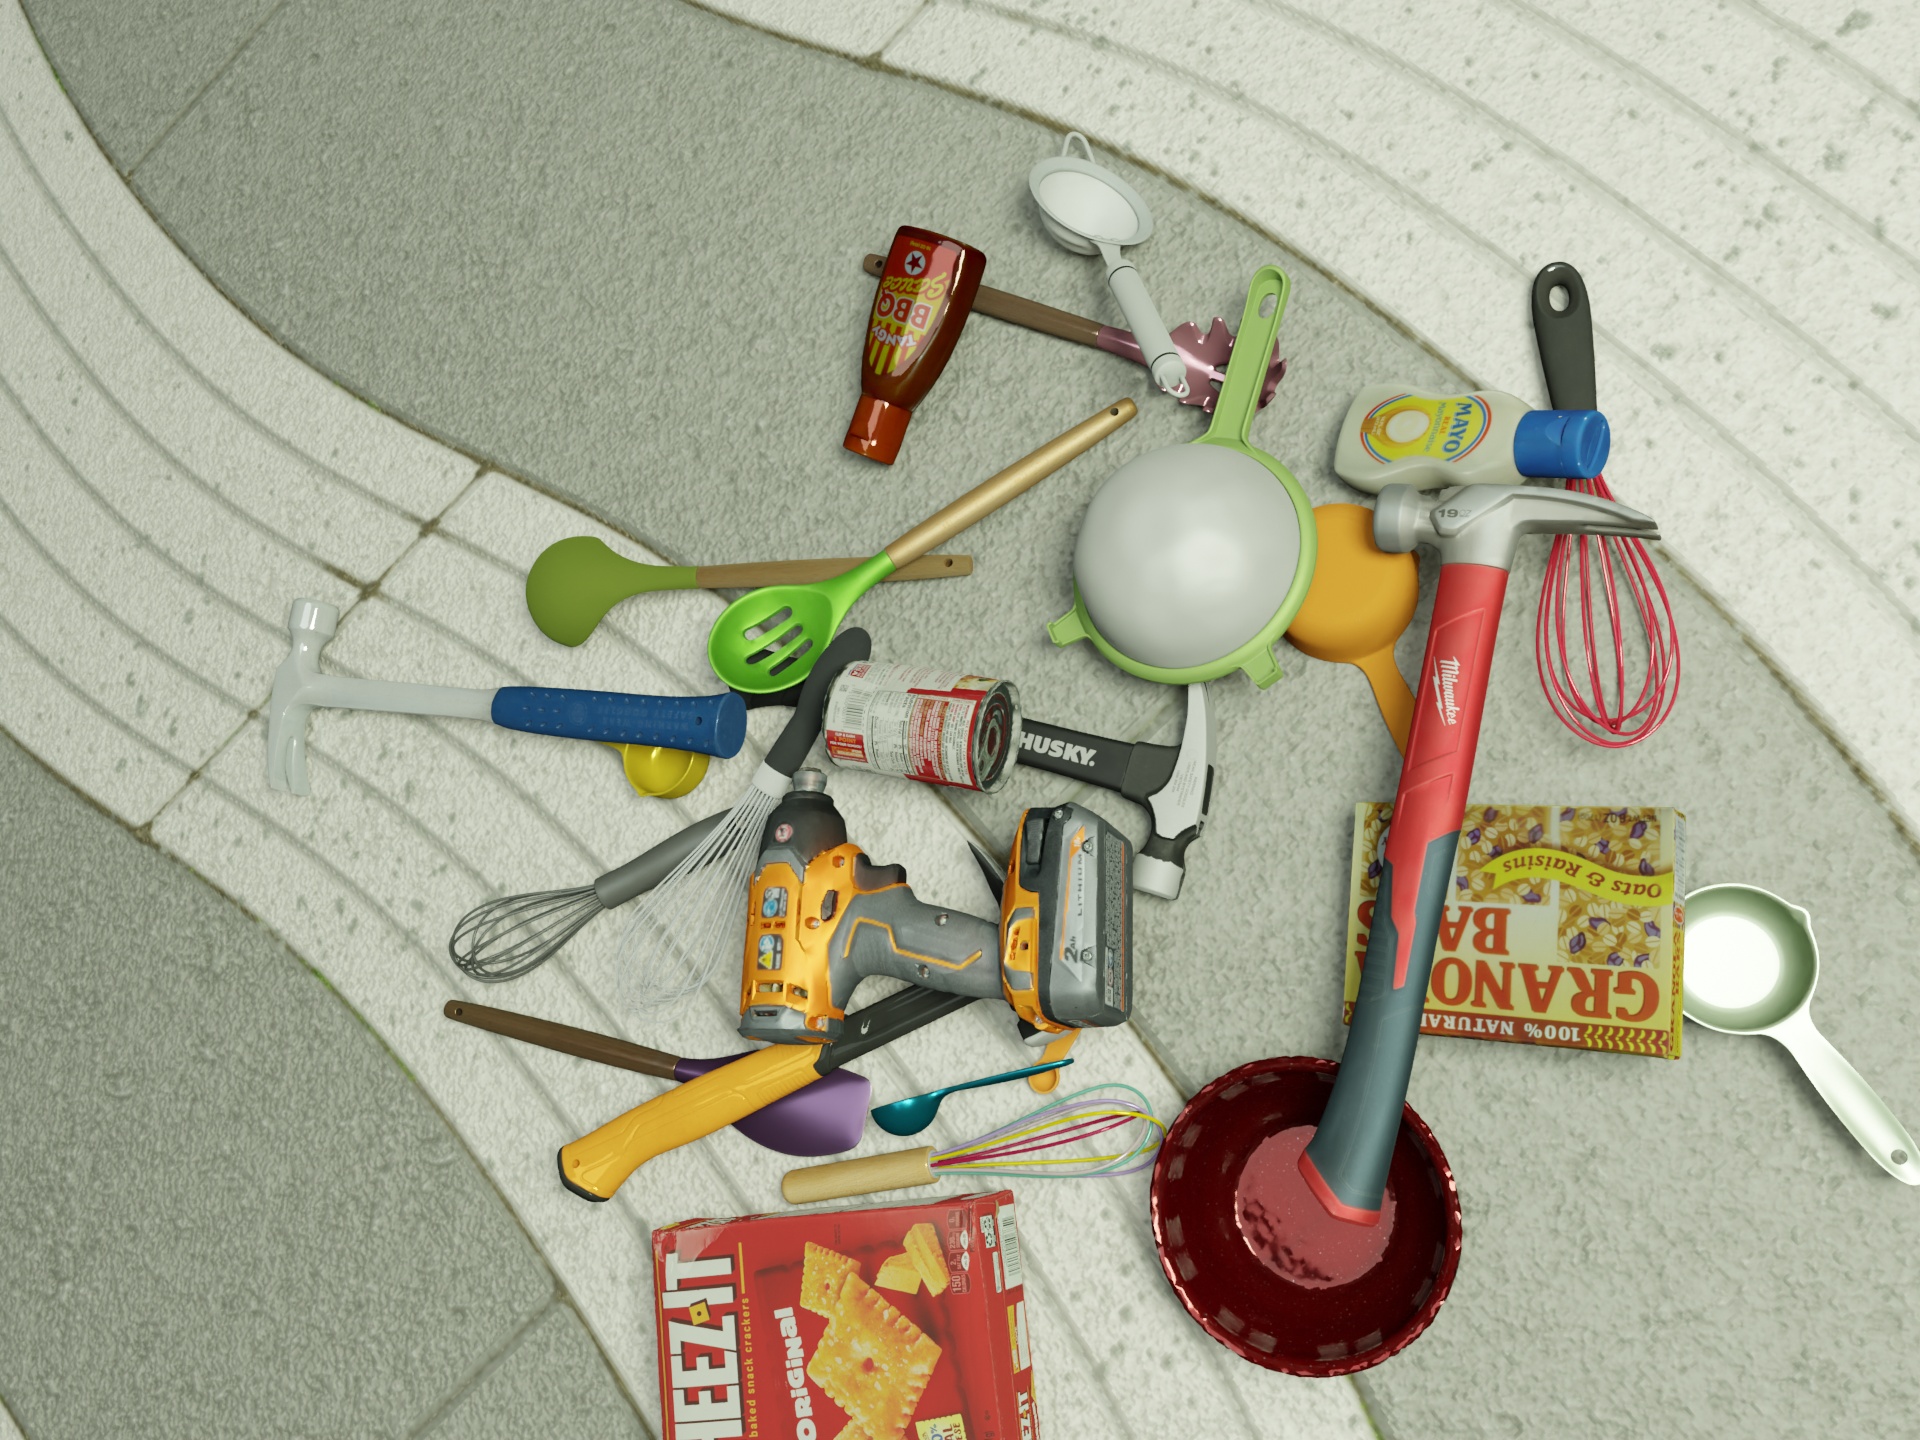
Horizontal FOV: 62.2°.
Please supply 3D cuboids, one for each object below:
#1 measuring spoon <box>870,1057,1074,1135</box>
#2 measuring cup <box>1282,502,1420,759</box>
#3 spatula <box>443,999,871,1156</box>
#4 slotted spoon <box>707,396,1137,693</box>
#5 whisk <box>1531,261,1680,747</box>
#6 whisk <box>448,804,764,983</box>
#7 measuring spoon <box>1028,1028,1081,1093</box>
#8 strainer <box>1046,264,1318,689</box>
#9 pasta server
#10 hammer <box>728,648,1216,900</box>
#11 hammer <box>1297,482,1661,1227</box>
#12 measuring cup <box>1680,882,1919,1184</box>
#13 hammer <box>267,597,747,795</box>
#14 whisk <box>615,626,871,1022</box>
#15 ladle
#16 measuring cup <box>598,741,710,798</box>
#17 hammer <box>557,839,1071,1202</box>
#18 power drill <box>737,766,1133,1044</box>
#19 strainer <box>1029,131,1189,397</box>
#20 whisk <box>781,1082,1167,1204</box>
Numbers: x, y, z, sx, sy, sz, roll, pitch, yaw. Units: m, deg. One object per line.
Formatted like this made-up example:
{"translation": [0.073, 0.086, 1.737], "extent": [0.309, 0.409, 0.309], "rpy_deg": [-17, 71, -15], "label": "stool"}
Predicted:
{"translation": [0.008, 0.223, 0.934], "extent": [0.128, 0.042, 0.021], "rpy_deg": [-18, 75, 16], "label": "measuring spoon"}
{"translation": [0.232, -0.045, 0.905], "extent": [0.095, 0.052, 0.174], "rpy_deg": [-25, 69, 14], "label": "measuring cup"}
{"translation": [-0.204, 0.222, 1.027], "extent": [0.316, 0.018, 0.060], "rpy_deg": [10, 81, 21], "label": "spatula"}
{"translation": [-0.022, -0.114, 1.009], "extent": [0.314, 0.031, 0.070], "rpy_deg": [-33, 75, 1], "label": "slotted spoon"}
{"translation": [0.346, -0.126, 0.882], "extent": [0.073, 0.073, 0.296], "rpy_deg": [-6, 70, 19], "label": "whisk"}
{"translation": [-0.235, 0.111, 1.050], "extent": [0.239, 0.055, 0.055], "rpy_deg": [-26, 71, 9], "label": "whisk"}
{"translation": [0.073, 0.168, 0.943], "extent": [0.021, 0.011, 0.117], "rpy_deg": [23, 84, 32], "label": "measuring spoon"}
{"translation": [0.137, -0.150, 0.909], "extent": [0.151, 0.069, 0.256], "rpy_deg": [14, 84, 33], "label": "strainer"}
{"translation": [0.065, -0.257, 1.022], "extent": [0.316, 0.040, 0.060], "rpy_deg": [24, 92, 24], "label": "pasta server"}
{"translation": [-0.002, -0.003, 0.993], "extent": [0.335, 0.035, 0.146], "rpy_deg": [15, 84, 23], "label": "hammer"}
{"translation": [0.252, 0.067, 0.815], "extent": [0.143, 0.038, 0.386], "rpy_deg": [9, 82, 31], "label": "hammer"}
{"translation": [0.419, 0.158, 0.801], "extent": [0.083, 0.038, 0.168], "rpy_deg": [-37, 71, 9], "label": "measuring cup"}
{"translation": [-0.325, -0.005, 1.093], "extent": [0.405, 0.035, 0.144], "rpy_deg": [5, 80, 27], "label": "hammer"}
{"translation": [-0.135, 0.064, 0.995], "extent": [0.070, 0.070, 0.284], "rpy_deg": [33, 95, 23], "label": "whisk"}
{"translation": [-0.146, -0.093, 1.069], "extent": [0.320, 0.062, 0.078], "rpy_deg": [-1, 76, 13], "label": "ladle"}
{"translation": [-0.233, 0.010, 1.084], "extent": [0.157, 0.029, 0.062], "rpy_deg": [20, 86, 32], "label": "measuring cup"}
{"translation": [-0.102, 0.200, 0.970], "extent": [0.337, 0.034, 0.127], "rpy_deg": [-28, 66, 9], "label": "hammer"}
{"translation": [-0.020, 0.101, 0.911], "extent": [0.226, 0.084, 0.164], "rpy_deg": [-5, 72, 22], "label": "power drill"}
{"translation": [0.095, -0.276, 0.978], "extent": [0.050, 0.086, 0.259], "rpy_deg": [115, 150, -42], "label": "strainer"}
{"translation": [0.003, 0.254, 0.931], "extent": [0.245, 0.047, 0.051], "rpy_deg": [-15, 73, 20], "label": "whisk"}
